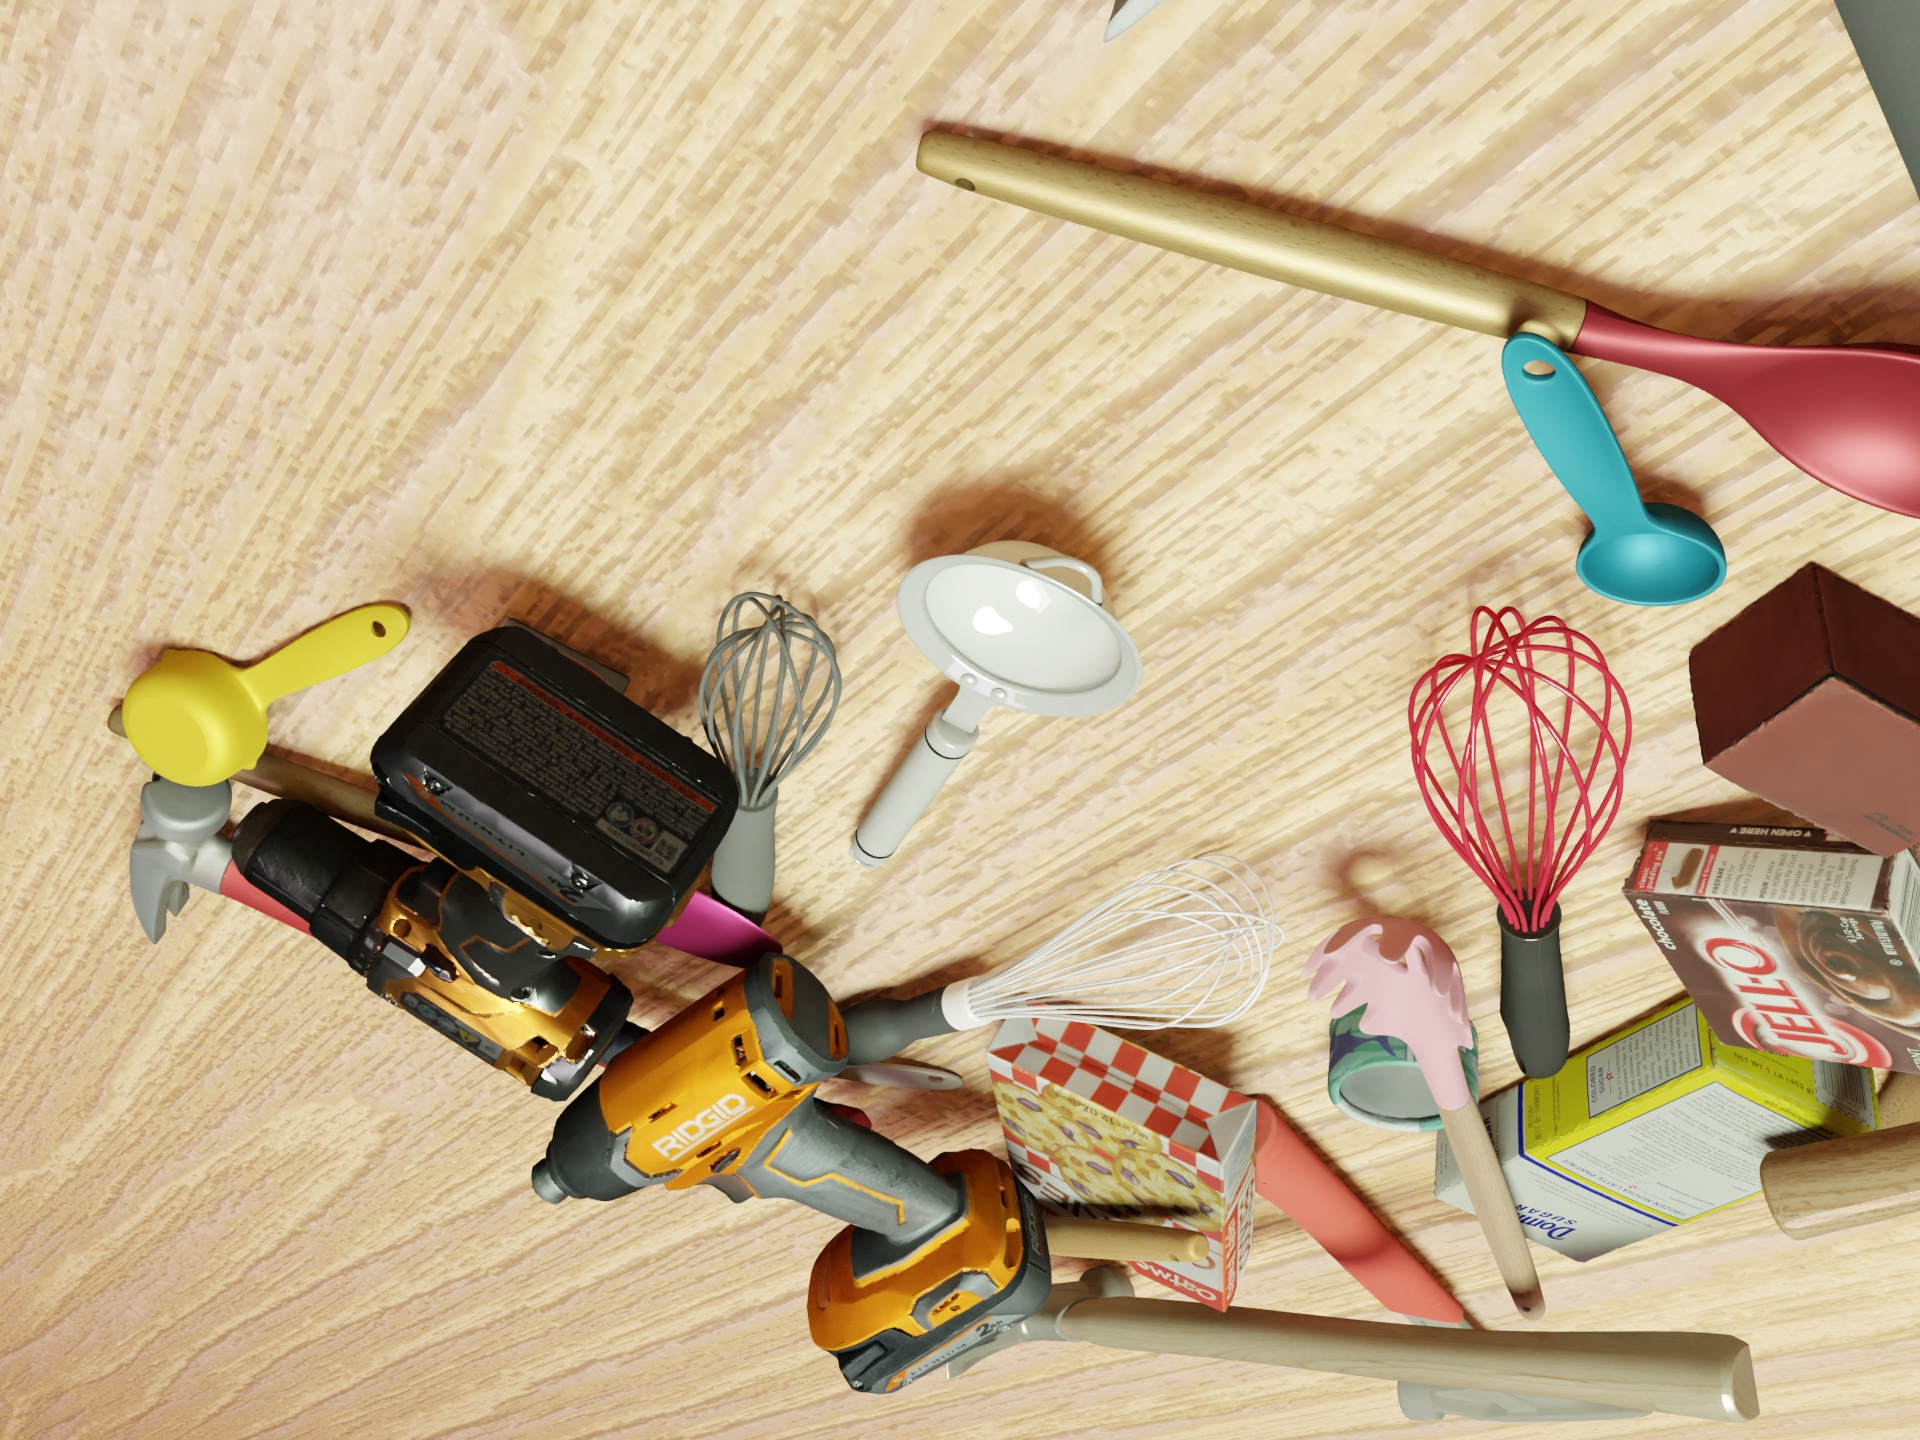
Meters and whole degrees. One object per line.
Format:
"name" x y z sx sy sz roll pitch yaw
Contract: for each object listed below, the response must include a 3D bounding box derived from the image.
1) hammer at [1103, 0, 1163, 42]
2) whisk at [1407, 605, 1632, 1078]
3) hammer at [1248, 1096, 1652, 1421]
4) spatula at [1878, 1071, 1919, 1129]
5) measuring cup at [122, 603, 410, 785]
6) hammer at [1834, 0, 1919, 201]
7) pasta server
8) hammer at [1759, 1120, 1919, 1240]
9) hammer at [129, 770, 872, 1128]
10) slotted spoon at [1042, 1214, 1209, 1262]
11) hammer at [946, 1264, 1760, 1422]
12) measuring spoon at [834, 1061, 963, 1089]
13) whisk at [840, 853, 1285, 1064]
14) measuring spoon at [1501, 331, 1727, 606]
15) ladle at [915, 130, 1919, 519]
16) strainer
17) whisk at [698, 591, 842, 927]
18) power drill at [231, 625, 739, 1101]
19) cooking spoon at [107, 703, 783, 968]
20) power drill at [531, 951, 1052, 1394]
"hammer" -0.115 -0.253 0.316 0.405 0.035 0.144 19 161 0
"whisk" 0.210 0.061 0.590 0.073 0.073 0.295 -4 142 19
"hammer" 0.249 0.307 0.875 0.149 0.037 0.358 -18 131 32
"spatula" 0.386 0.099 0.592 0.082 0.044 0.317 12 142 19
"measuring cup" -0.287 -0.014 0.654 0.156 0.029 0.062 -20 109 28
"hammer" 0.165 -0.200 0.318 0.146 0.035 0.334 -23 128 34
"pasta server" 0.215 0.183 0.684 0.060 0.040 0.315 2 136 35
"hammer" 0.438 0.127 0.535 0.031 0.130 0.331 34 134 -27
"hammer" -0.227 0.147 0.805 0.386 0.038 0.143 27 139 -9
"slotted spoon" 0.029 0.273 0.846 0.070 0.031 0.314 48 148 -12
"hammer" 0.175 0.314 0.796 0.411 0.038 0.146 -15 167 43
"measuring spoon" -0.059 0.176 0.832 0.124 0.018 0.034 10 140 -6
"whisk" 0.026 0.120 0.713 0.070 0.070 0.284 39 139 -26
"measuring spoon" 0.184 -0.075 0.454 0.042 0.021 0.128 -5 147 41
"ladle" 0.140 -0.112 0.430 0.315 0.031 0.069 16 166 2
"strainer" -0.001 -0.002 0.589 0.087 0.050 0.258 27 144 -6
"whisk" -0.082 0.030 0.646 0.055 0.055 0.238 15 144 -1
"power drill" -0.201 0.056 0.638 0.185 0.084 0.226 34 140 -5
"cooking spoon" -0.231 0.054 0.715 0.319 0.017 0.068 20 149 0
"power drill" -0.080 0.222 0.748 0.164 0.084 0.226 -34 119 15
